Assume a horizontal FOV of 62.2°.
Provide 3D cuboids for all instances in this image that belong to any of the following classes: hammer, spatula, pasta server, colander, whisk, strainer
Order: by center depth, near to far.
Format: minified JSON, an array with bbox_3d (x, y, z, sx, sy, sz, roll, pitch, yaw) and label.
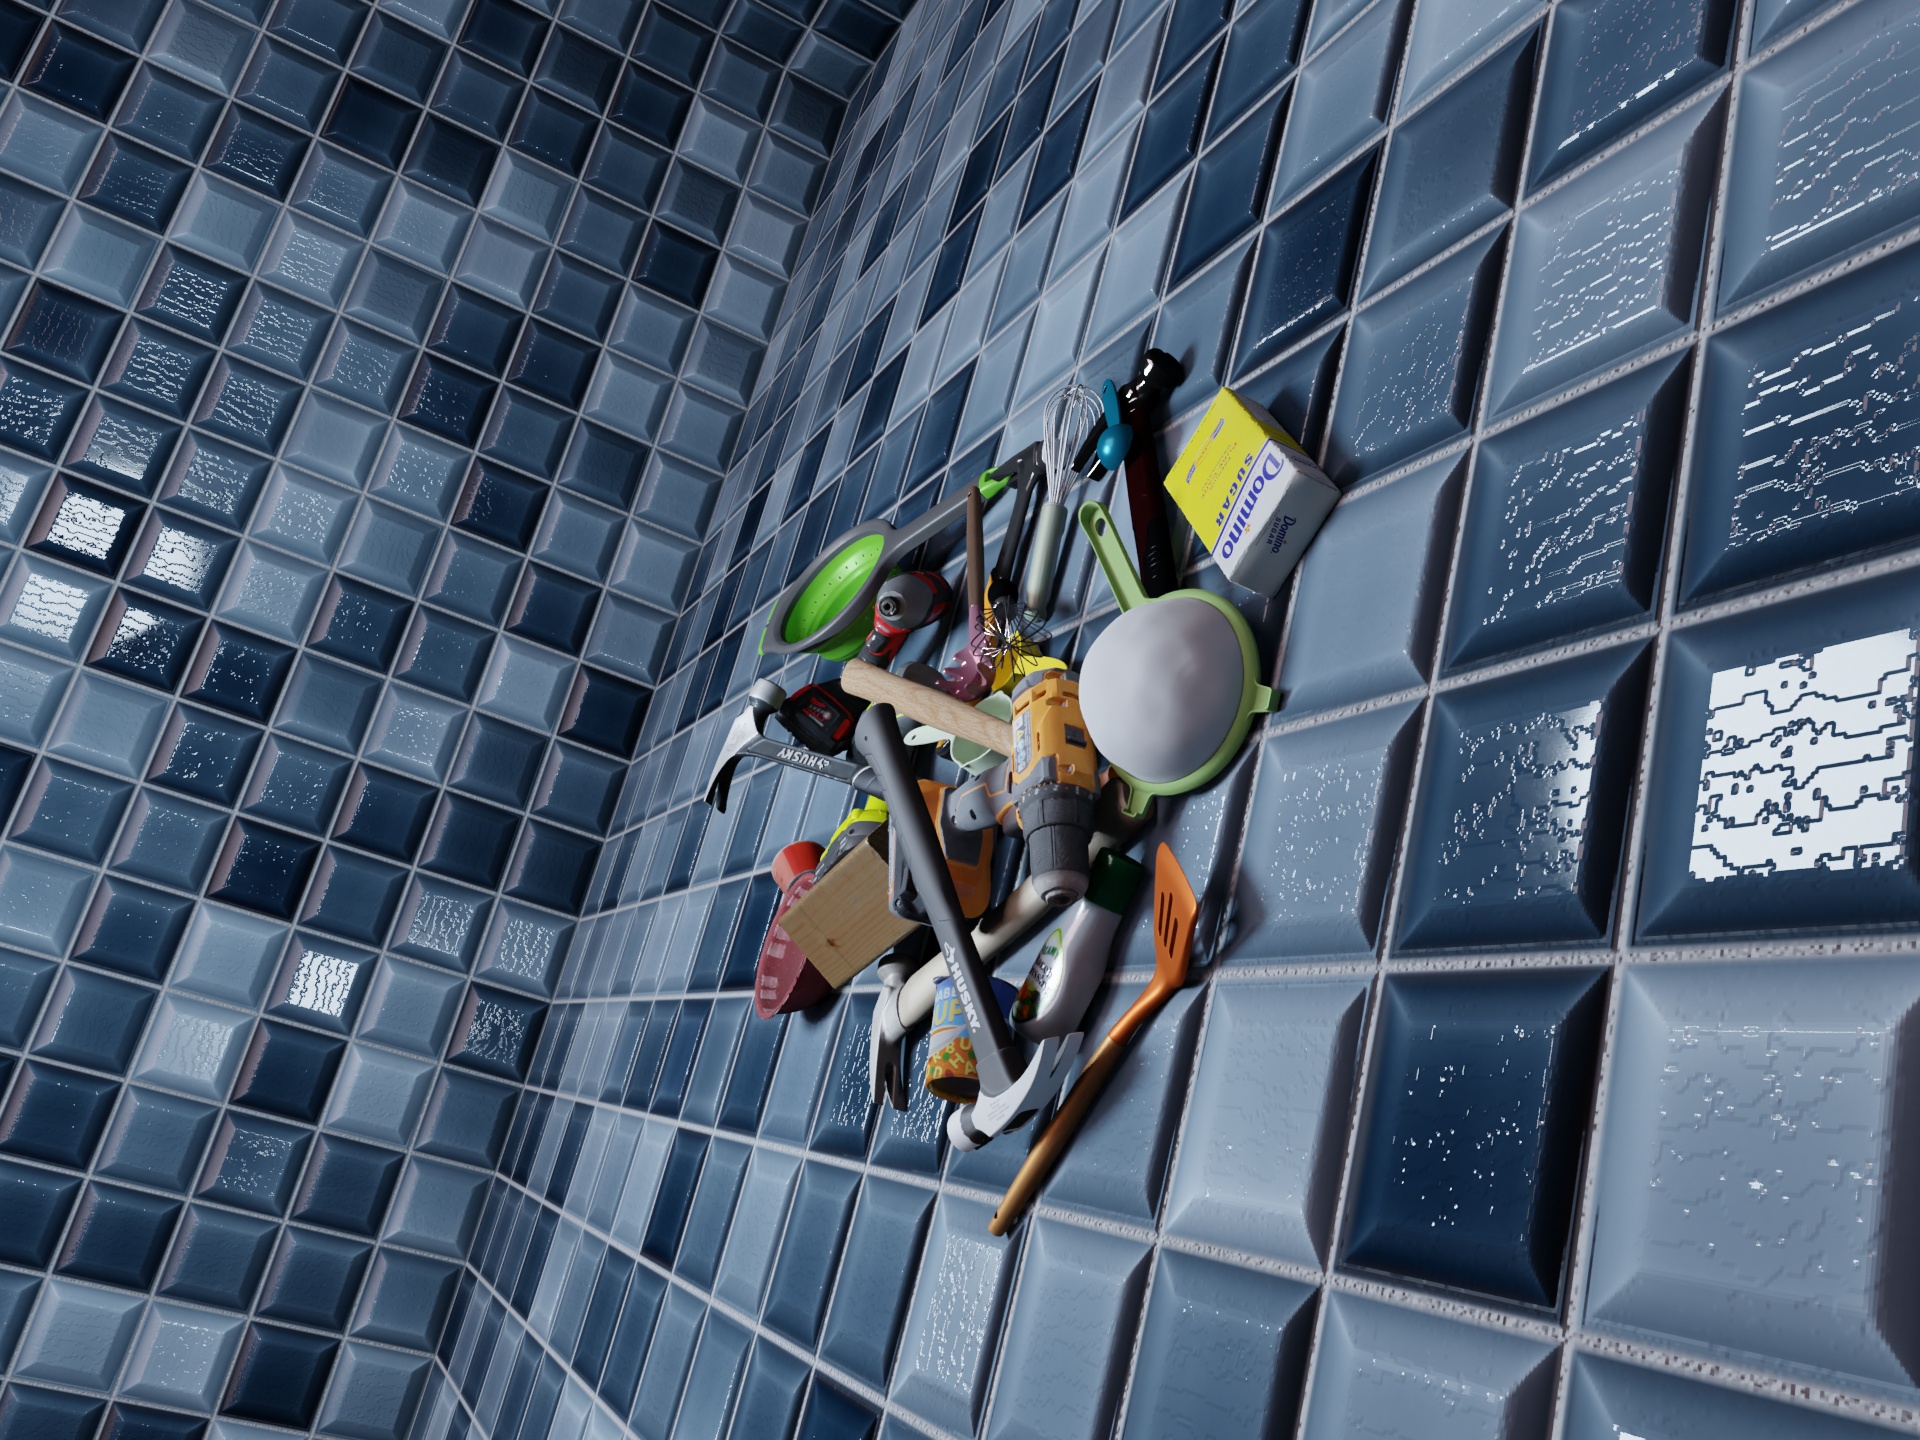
[{"bbox_3d":[0.088,0.233,1.088,0.322,0.041,0.081,-62,22,21],"label":"spatula"},{"bbox_3d":[0.118,-0.068,1.148,0.151,0.069,0.257,-43,51,33],"label":"strainer"},{"bbox_3d":[-0.010,0.135,1.171,0.146,0.035,0.335,-46,56,44],"label":"hammer"},{"bbox_3d":[0.031,0.178,1.298,0.410,0.038,0.146,-48,30,43],"label":"hammer"},{"bbox_3d":[0.149,-0.150,1.319,0.143,0.038,0.387,-54,25,38],"label":"hammer"},{"bbox_3d":[-0.002,-0.005,1.410,0.332,0.031,0.130,23,92,48],"label":"hammer"},{"bbox_3d":[0.041,-0.091,1.413,0.285,0.070,0.070,-90,25,-76],"label":"whisk"},{"bbox_3d":[0.093,-0.209,1.518,0.057,0.059,0.246,88,-167,-77],"label":"whisk"},{"bbox_3d":[-0.108,0.056,1.552,0.409,0.036,0.149,14,70,46],"label":"hammer"},{"bbox_3d":[0.010,-0.131,1.562,0.060,0.040,0.317,-35,37,31],"label":"pasta server"},{"bbox_3d":[0.030,-0.118,1.600,0.127,0.034,0.337,-18,53,64],"label":"hammer"},{"bbox_3d":[-0.066,-0.167,1.844,0.397,0.094,0.205,-29,32,34],"label":"colander"}]

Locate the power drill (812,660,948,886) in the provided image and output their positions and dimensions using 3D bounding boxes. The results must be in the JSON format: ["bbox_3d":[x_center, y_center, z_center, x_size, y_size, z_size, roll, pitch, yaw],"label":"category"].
[{"bbox_3d":[-0.087,0.073,1.652,0.190,0.080,0.229,131,155,-51],"label":"power drill"}]

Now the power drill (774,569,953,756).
[{"bbox_3d":[-0.101,-0.068,1.730,0.219,0.078,0.143,-52,-8,17],"label":"power drill"}]

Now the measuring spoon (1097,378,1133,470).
[{"bbox_3d":[0.128,-0.267,1.401,0.042,0.021,0.129,-57,24,37],"label":"measuring spoon"}]

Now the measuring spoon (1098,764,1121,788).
[{"bbox_3d":[0.091,0.064,1.257,0.117,0.011,0.021,-35,53,35],"label":"measuring spoon"}]

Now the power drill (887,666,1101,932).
[{"bbox_3d":[0.029,0.089,1.224,0.226,0.084,0.186,-43,38,44],"label":"power drill"}]

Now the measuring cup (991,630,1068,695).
[{"bbox_3d":[0.071,-0.045,1.434,0.157,0.029,0.062,17,86,67],"label":"measuring cup"}]

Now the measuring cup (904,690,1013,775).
[{"bbox_3d":[0.005,0.020,1.473,0.167,0.038,0.083,-6,51,55],"label":"measuring cup"}]
